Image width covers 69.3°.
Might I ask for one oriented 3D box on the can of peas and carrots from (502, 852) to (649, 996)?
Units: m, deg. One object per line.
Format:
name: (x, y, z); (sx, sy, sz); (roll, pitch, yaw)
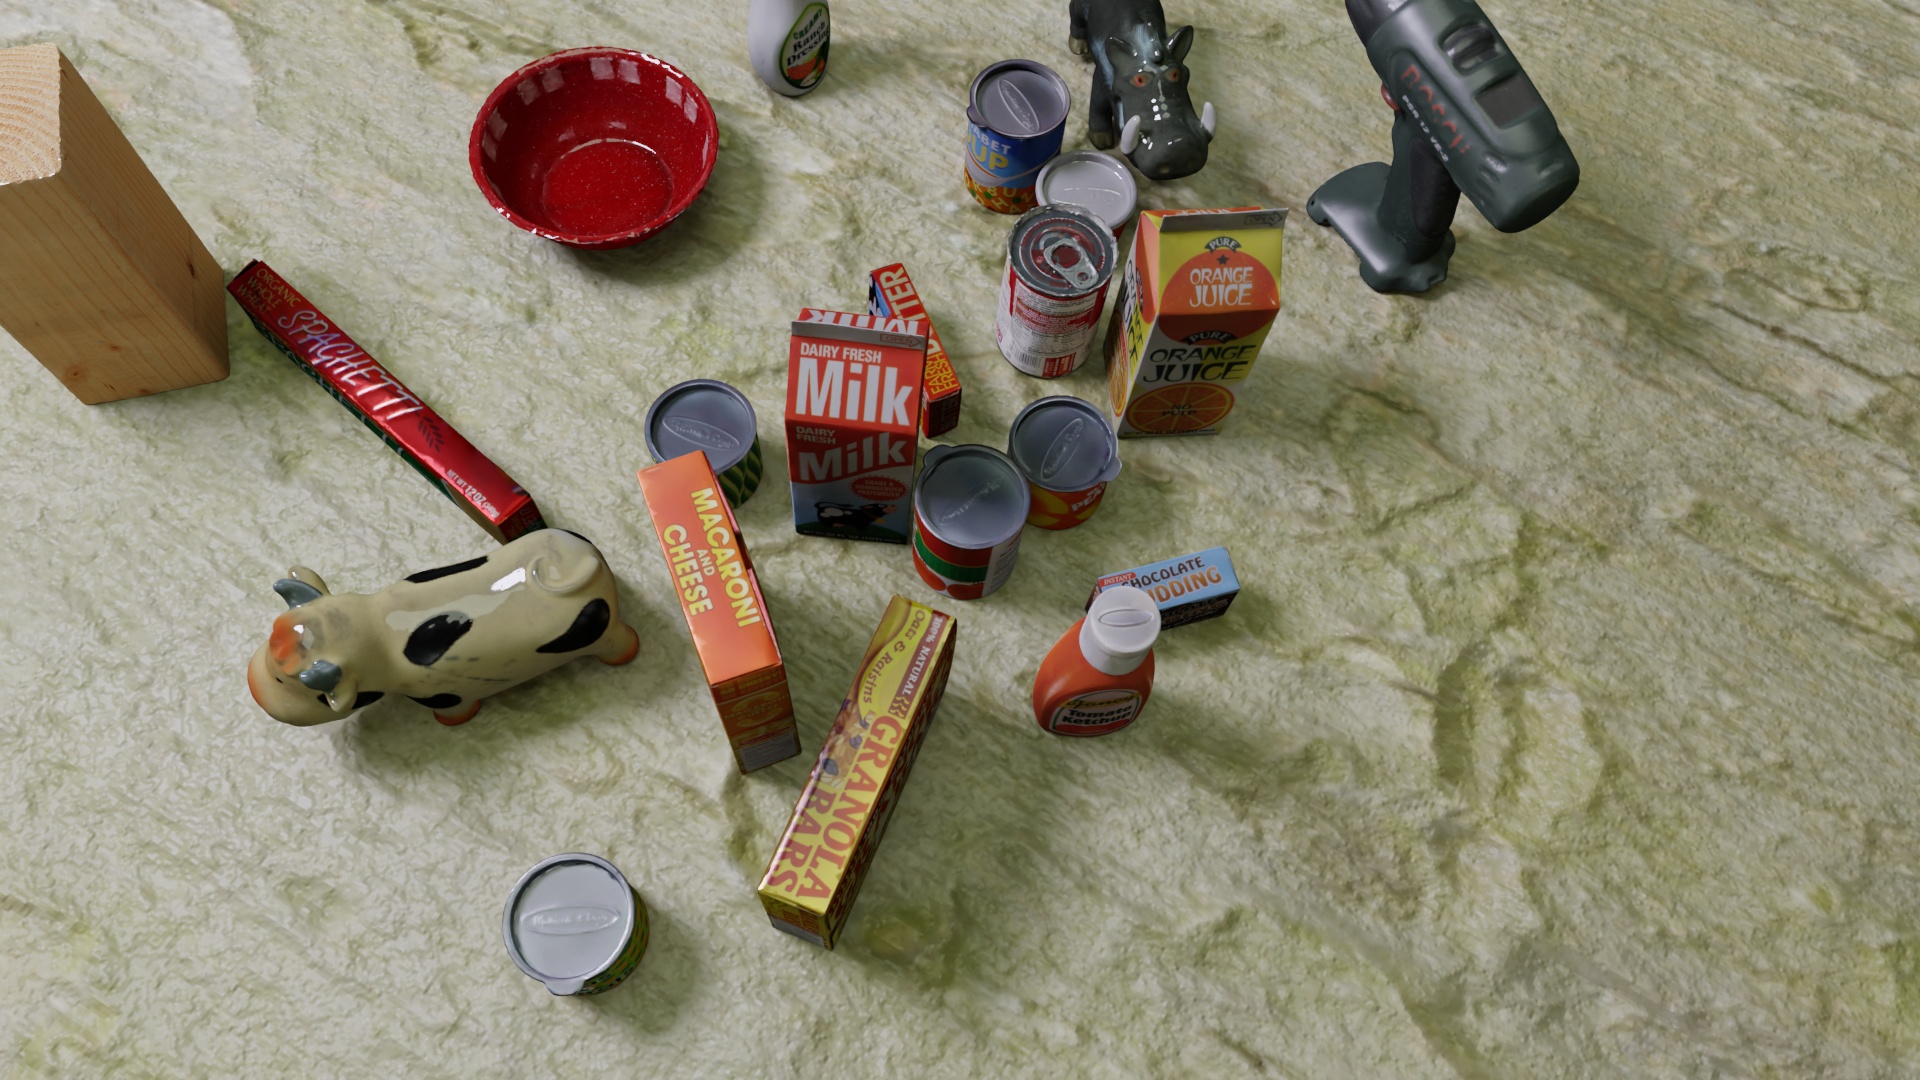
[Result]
can of peas and carrots: (-0.200, 0.204, 0.728); (0.071, 0.058, 0.071); (1, 66, -3)

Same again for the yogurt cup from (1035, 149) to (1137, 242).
yogurt cup: (0.082, -0.222, 0.942); (0.072, 0.053, 0.072); (1, 66, -3)

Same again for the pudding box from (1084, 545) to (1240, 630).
pudding box: (0.121, 0.033, 0.832); (0.084, 0.049, 0.030); (-13, 68, -10)

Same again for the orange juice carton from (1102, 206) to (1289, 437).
orange juice carton: (0.137, -0.138, 0.832); (0.072, 0.192, 0.073); (-3, 66, -5)

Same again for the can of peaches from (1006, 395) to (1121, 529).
can of peaches: (0.062, -0.046, 0.859); (0.071, 0.057, 0.071); (1, 66, -3)

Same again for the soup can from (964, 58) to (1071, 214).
soup can: (0.034, -0.272, 0.945); (0.071, 0.083, 0.071); (1, 66, -3)

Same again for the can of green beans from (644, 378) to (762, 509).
can of green beans: (-0.156, -0.056, 0.849); (0.071, 0.057, 0.071); (1, 66, -3)

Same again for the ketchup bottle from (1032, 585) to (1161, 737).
ketchup bottle: (0.078, 0.067, 0.759); (0.065, 0.148, 0.044); (-4, 67, -5)

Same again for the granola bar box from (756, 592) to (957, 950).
granola bar box: (-0.051, 0.126, 0.737); (0.039, 0.123, 0.166); (22, 66, 6)

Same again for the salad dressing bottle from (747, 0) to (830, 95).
salad dressing bottle: (-0.118, -0.369, 0.944); (0.044, 0.147, 0.064); (39, 69, 13)

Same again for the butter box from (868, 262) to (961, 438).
butter box: (-0.030, -0.121, 0.889); (0.024, 0.053, 0.104); (-20, 69, -12)

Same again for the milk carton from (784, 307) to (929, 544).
milk carton: (-0.058, -0.070, 0.789); (0.072, 0.189, 0.074); (6, 66, -1)

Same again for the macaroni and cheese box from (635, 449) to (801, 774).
macaroni and cheese box: (-0.126, 0.043, 0.747); (0.040, 0.165, 0.124); (-19, 69, -12)

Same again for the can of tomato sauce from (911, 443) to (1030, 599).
can of tomato sauce: (0.003, -0.010, 0.825); (0.071, 0.082, 0.071); (1, 66, -3)

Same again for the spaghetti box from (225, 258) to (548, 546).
spaghetti box: (-0.353, -0.083, 0.852); (0.250, 0.050, 0.029); (39, 69, 13)
